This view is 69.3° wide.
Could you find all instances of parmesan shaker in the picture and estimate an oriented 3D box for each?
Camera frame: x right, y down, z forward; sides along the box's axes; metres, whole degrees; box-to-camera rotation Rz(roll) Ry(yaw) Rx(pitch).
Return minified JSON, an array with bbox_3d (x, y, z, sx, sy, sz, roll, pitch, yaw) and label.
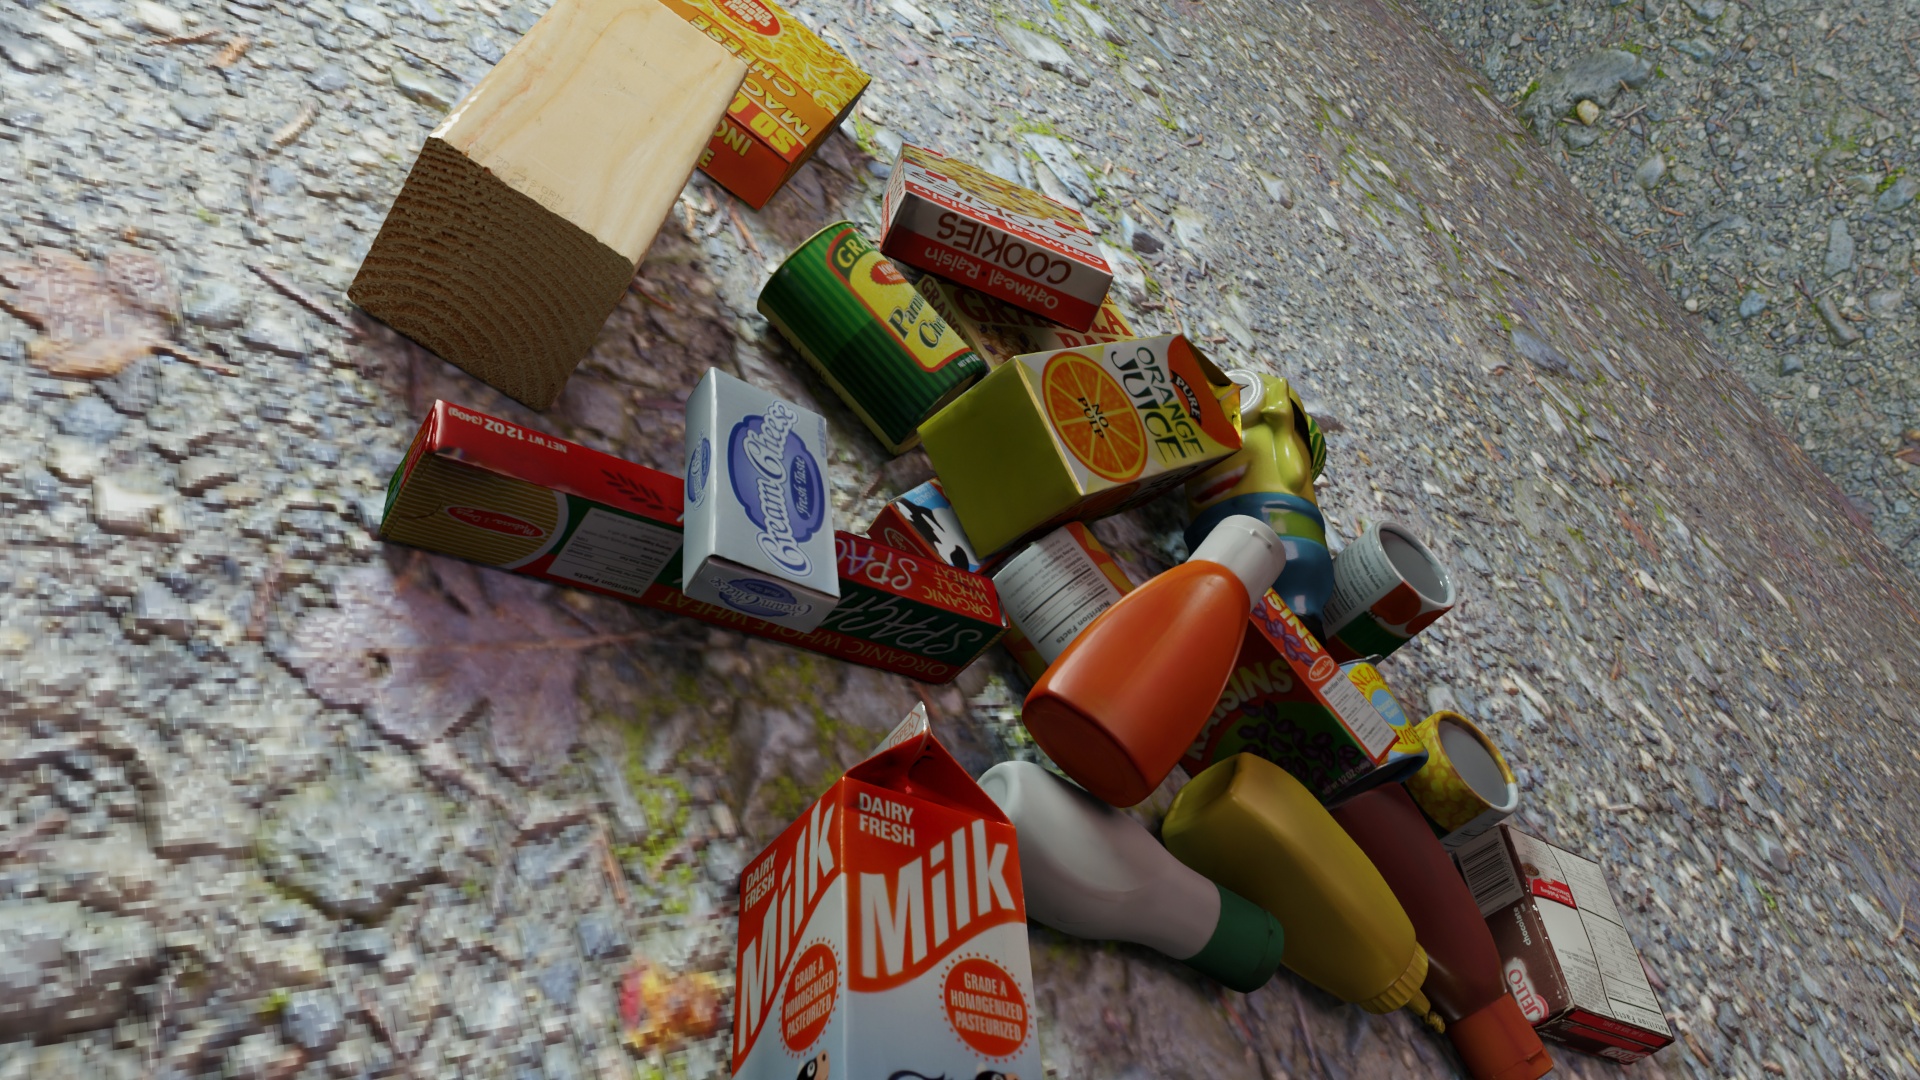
[{"bbox_3d":[-0.043,-0.102,0.704,0.103,0.071,0.071,47,34,5],"label":"parmesan shaker"}]

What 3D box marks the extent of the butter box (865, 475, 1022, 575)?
[{"bbox_3d":[0.002,-0.009,0.685,0.053,0.024,0.104,48,34,6],"label":"butter box"}]

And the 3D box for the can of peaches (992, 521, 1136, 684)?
[{"bbox_3d":[0.049,0.033,0.653,0.058,0.071,0.071,51,35,12],"label":"can of peaches"}]

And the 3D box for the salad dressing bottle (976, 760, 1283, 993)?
[{"bbox_3d":[0.068,0.142,0.573,0.147,0.043,0.064,31,28,-19],"label":"salad dressing bottle"}]

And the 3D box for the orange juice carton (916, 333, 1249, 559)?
[{"bbox_3d":[0.075,-0.054,0.705,0.193,0.071,0.073,-17,77,-50],"label":"orange juice carton"}]

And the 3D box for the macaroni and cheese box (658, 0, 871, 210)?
[{"bbox_3d":[-0.133,-0.275,0.821,0.123,0.040,0.167,35,35,-10],"label":"macaroni and cheese box"}]

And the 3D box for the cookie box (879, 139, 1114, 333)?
[{"bbox_3d":[0.016,-0.181,0.814,0.123,0.040,0.168,19,23,-11],"label":"cookie box"}]

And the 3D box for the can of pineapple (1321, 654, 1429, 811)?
[{"bbox_3d":[0.204,0.103,0.730,0.071,0.070,0.058,4,50,-43],"label":"can of pineapple"}]

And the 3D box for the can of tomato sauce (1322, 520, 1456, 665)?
[{"bbox_3d":[0.242,0.038,0.827,0.071,0.082,0.071,27,38,-23],"label":"can of tomato sauce"}]

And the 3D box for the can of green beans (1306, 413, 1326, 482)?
[{"bbox_3d":[0.195,-0.050,0.889,0.071,0.071,0.058,45,34,3],"label":"can of green beans"}]

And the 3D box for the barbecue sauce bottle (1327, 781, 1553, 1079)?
[{"bbox_3d":[0.230,0.195,0.679,0.065,0.043,0.149,-14,63,-32],"label":"barbecue sauce bottle"}]

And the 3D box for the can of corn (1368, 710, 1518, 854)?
[{"bbox_3d":[0.260,0.133,0.764,0.071,0.058,0.071,27,37,-23],"label":"can of corn"}]

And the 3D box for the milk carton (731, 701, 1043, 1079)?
[{"bbox_3d":[-0.025,0.146,0.447,0.073,0.072,0.191,24,39,-26],"label":"milk carton"}]

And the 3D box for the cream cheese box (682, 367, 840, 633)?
[{"bbox_3d":[-0.076,-0.017,0.523,0.053,0.024,0.104,21,39,-29],"label":"cream cheese box"}]

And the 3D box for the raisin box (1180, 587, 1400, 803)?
[{"bbox_3d":[0.138,0.075,0.678,0.123,0.085,0.040,51,36,11],"label":"raisin box"}]

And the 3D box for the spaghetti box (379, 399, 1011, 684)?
[{"bbox_3d":[-0.093,0.009,0.547,0.250,0.050,0.029,19,42,-32],"label":"spaghetti box"}]

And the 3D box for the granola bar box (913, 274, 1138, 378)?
[{"bbox_3d":[0.056,-0.097,0.822,0.166,0.039,0.124,-4,56,-47],"label":"granola bar box"}]

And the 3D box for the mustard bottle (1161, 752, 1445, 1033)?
[{"bbox_3d":[0.163,0.167,0.629,0.160,0.065,0.049,45,38,-8],"label":"mustard bottle"}]

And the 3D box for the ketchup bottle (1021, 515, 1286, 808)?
[{"bbox_3d":[0.091,0.044,0.596,0.065,0.043,0.149,42,54,6],"label":"ketchup bottle"}]
